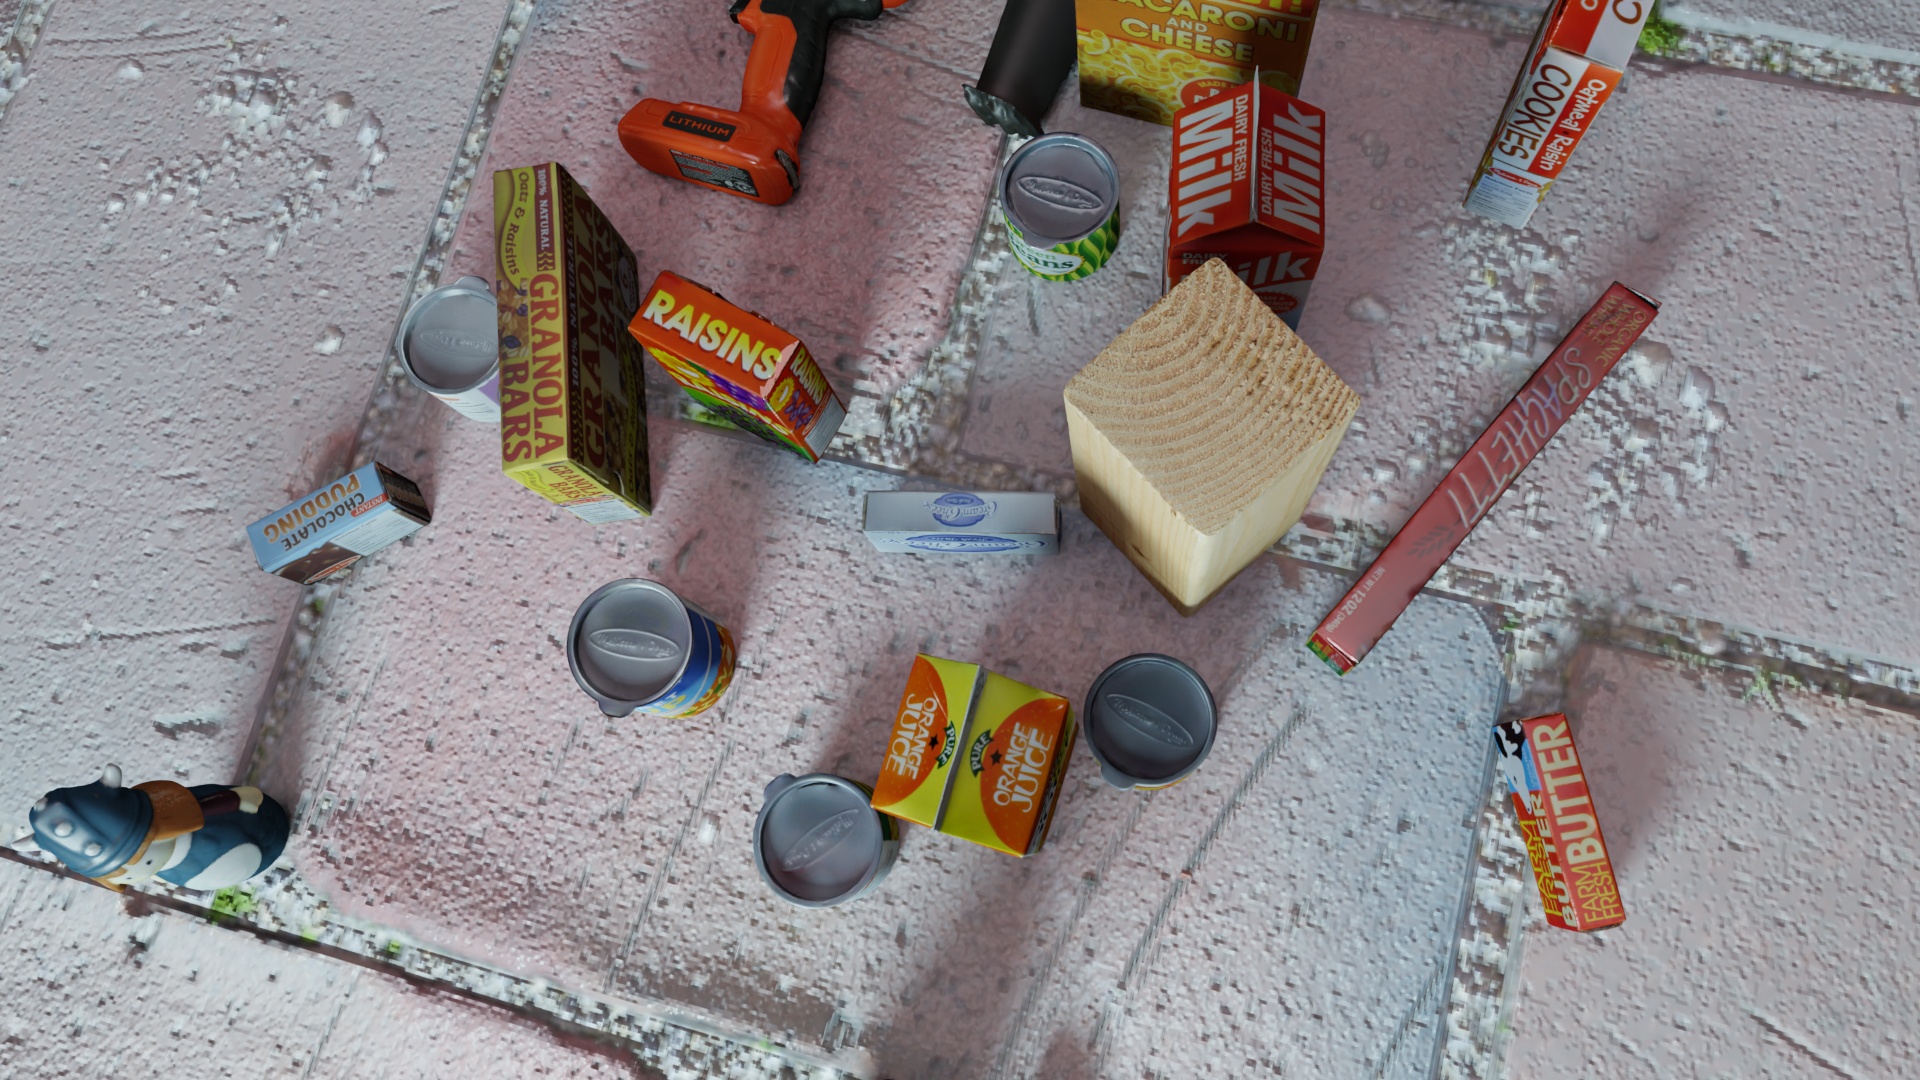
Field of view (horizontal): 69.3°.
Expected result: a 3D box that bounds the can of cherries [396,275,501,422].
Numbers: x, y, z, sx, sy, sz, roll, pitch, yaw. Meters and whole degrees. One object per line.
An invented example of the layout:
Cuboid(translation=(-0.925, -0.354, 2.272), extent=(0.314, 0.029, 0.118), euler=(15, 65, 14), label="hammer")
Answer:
Cuboid(translation=(-0.278, -0.109, 0.802), extent=(0.071, 0.058, 0.071), euler=(-1, 77, 6), label="can of cherries")

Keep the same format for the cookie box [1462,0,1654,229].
Cuboid(translation=(0.315, -0.254, 0.712), extent=(0.040, 0.167, 0.123), euler=(24, 81, 11), label="cookie box")

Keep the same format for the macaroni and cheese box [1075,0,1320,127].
Cuboid(translation=(0.124, -0.276, 0.739), extent=(0.124, 0.166, 0.040), euler=(16, 80, 10), label="macaroni and cheese box")

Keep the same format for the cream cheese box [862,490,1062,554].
Cuboid(translation=(0.003, -0.009, 0.750), extent=(0.104, 0.053, 0.024), euler=(1, 78, 7), label="cream cheese box")

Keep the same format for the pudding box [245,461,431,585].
Cuboid(translation=(-0.354, -0.009, 0.792), extent=(0.084, 0.049, 0.030), euler=(-28, 76, 0), label="pudding box")

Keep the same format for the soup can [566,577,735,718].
Cuboid(translation=(-0.163, 0.062, 0.737), extent=(0.071, 0.083, 0.071), euler=(-1, 78, 6), label="soup can")

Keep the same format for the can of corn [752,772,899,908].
Cuboid(translation=(-0.070, 0.153, 0.719), extent=(0.071, 0.058, 0.071), euler=(-1, 77, 6), label="can of corn")

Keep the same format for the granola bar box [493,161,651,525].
Cuboid(translation=(-0.210, -0.103, 0.759), extent=(0.039, 0.124, 0.166), euler=(-8, 77, 5), label="granola bar box")

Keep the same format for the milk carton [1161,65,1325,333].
Cuboid(translation=(0.140, -0.158, 0.698), extent=(0.073, 0.190, 0.072), euler=(2, 78, 7), label="milk carton")

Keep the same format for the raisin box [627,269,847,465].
Cuboid(translation=(-0.115, -0.090, 0.746), extent=(0.086, 0.123, 0.040), euler=(29, 83, 12), label="raisin box")

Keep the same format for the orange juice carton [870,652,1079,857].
Cuboid(translation=(0.009, 0.103, 0.653), extent=(0.073, 0.192, 0.072), euler=(16, 80, 10), label="orange juice carton")

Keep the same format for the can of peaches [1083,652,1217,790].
Cuboid(translation=(0.095, 0.096, 0.714), extent=(0.071, 0.058, 0.071), euler=(-1, 77, 6), label="can of peaches")

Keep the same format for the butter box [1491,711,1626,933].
Cuboid(translation=(0.294, 0.138, 0.685), extent=(0.024, 0.053, 0.103), euler=(-12, 76, 4), label="butter box")

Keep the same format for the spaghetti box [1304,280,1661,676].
Cuboid(translation=(0.272, -0.032, 0.727), extent=(0.029, 0.050, 0.250), euler=(41, 84, 13), label="spaghetti box")

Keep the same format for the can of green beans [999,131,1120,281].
Cuboid(translation=(0.057, -0.186, 0.782), extent=(0.071, 0.057, 0.071), euler=(-1, 77, 6), label="can of green beans")
